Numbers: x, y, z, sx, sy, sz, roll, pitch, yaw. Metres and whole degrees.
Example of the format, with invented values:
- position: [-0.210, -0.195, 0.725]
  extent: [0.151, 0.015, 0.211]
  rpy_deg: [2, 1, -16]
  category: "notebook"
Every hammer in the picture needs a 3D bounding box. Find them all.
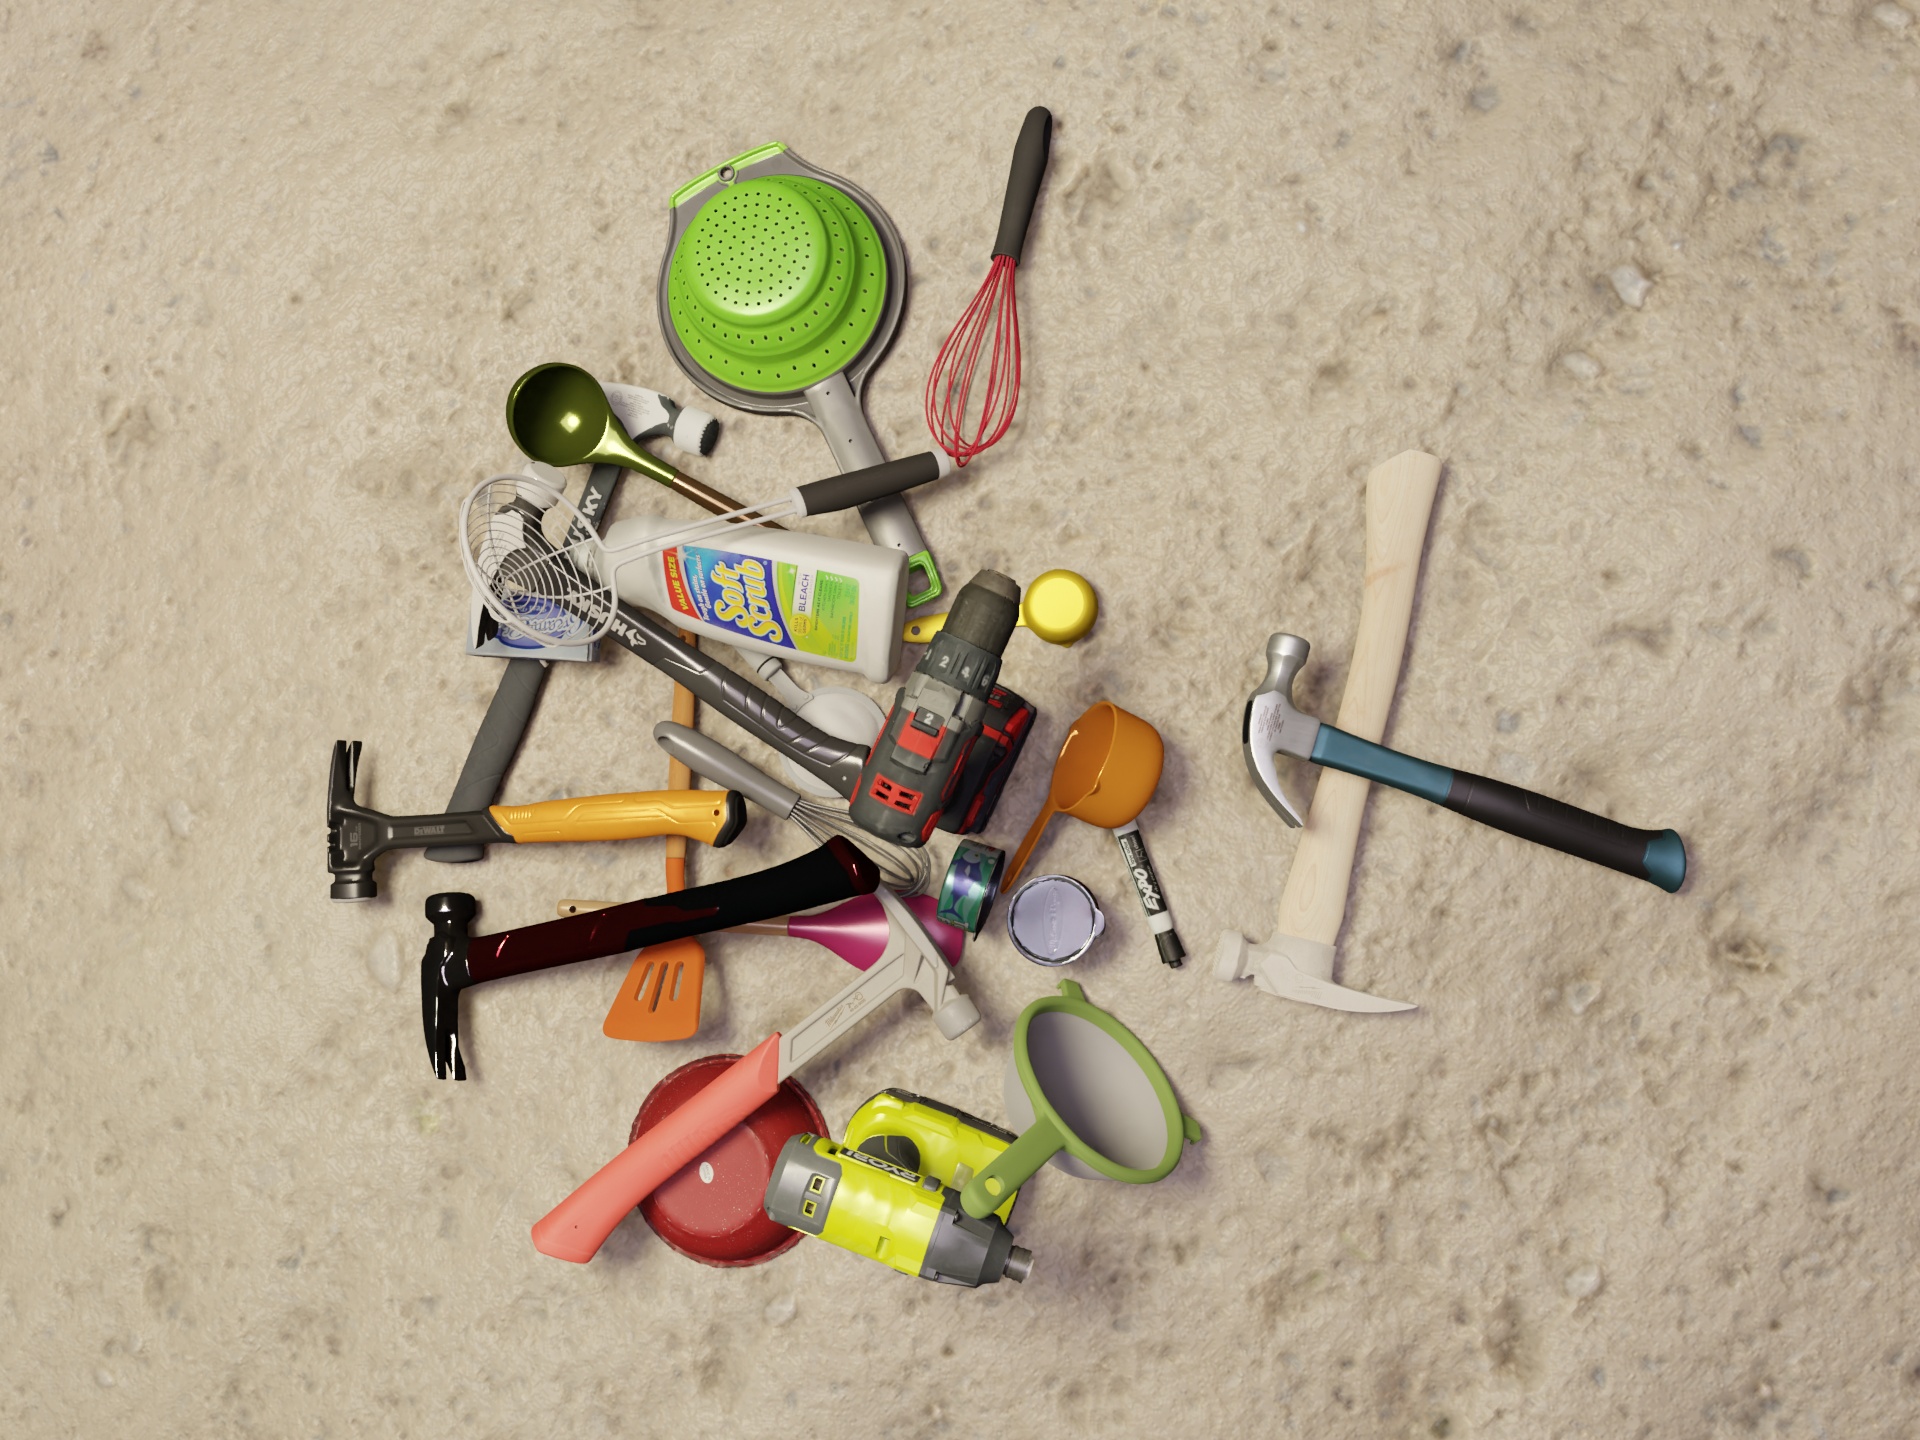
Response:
- position: [-0.234, 0.164, 1.160]
  extent: [0.386, 0.038, 0.143]
  rpy_deg: [-14, 71, 21]
  category: "hammer"
- position: [-0.167, 0.261, 1.150]
  extent: [0.359, 0.036, 0.149]
  rpy_deg: [-38, 81, 2]
  category: "hammer"
- position: [-0.333, -0.076, 1.256]
  extent: [0.149, 0.036, 0.409]
  rpy_deg: [22, 89, 10]
  category: "hammer"
- position: [0.302, 0.006, 1.165]
  extent: [0.146, 0.038, 0.411]
  rpy_deg: [13, 87, 7]
  category: "hammer"
- position: [-0.207, -0.039, 1.169]
  extent: [0.335, 0.035, 0.146]
  rpy_deg: [34, 114, -2]
  category: "hammer"
- position: [0.357, 0.050, 1.127]
  extent: [0.331, 0.033, 0.128]
  rpy_deg: [19, 84, -2]
  category: "hammer"
- position: [-0.325, 0.069, 1.205]
  extent: [0.337, 0.034, 0.127]
  rpy_deg: [-3, 85, 12]
  category: "hammer"

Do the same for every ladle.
- position: [-0.194, -0.170, 1.205]
  extent: [0.320, 0.062, 0.078]
  rpy_deg: [29, 93, -5]
  category: "ladle"

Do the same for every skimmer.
- position: [-0.164, -0.146, 1.108]
  extent: [0.363, 0.090, 0.127]
  rpy_deg: [-19, 81, -20]
  category: "skimmer"

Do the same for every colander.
- position: [-0.114, -0.272, 1.212]
  extent: [0.204, 0.094, 0.397]
  rpy_deg: [-26, 82, 5]
  category: "colander"

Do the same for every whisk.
- position: [-0.127, 0.064, 1.196]
  extent: [0.239, 0.055, 0.055]
  rpy_deg: [30, 90, 1]
  category: "whisk"
- position: [0.030, -0.334, 1.218]
  extent: [0.073, 0.073, 0.296]
  rpy_deg: [12, 82, 8]
  category: "whisk"

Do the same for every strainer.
- position: [0.056, 0.286, 1.088]
  extent: [0.151, 0.256, 0.069]
  rpy_deg: [48, 120, 12]
  category: "strainer"
- position: [-0.143, -0.033, 1.226]
  extent: [0.087, 0.050, 0.258]
  rpy_deg: [-42, 78, -6]
  category: "strainer"

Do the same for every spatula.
- position: [-0.220, 0.080, 1.211]
  extent: [0.081, 0.041, 0.323]
  rpy_deg: [-3, 78, 21]
  category: "spatula"

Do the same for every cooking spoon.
- position: [-0.156, 0.156, 1.221]
  extent: [0.319, 0.017, 0.069]
  rpy_deg: [3, 85, 8]
  category: "cooking spoon"

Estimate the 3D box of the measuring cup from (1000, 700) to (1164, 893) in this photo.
- position: [0.090, 0.069, 1.177]
  extent: [0.052, 0.095, 0.173]
  rpy_deg: [23, 114, -17]
  category: "measuring cup"

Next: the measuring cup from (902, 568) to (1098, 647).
- position: [0.027, -0.079, 1.210]
  extent: [0.156, 0.029, 0.062]
  rpy_deg: [-9, 84, 5]
  category: "measuring cup"

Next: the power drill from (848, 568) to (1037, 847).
- position: [-0.002, -0.004, 1.108]
  extent: [0.080, 0.226, 0.188]
  rpy_deg: [24, 89, 8]
  category: "power drill"

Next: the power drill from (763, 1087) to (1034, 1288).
- position: [-0.025, 0.322, 1.087]
  extent: [0.171, 0.223, 0.080]
  rpy_deg: [19, 88, 9]
  category: "power drill"
